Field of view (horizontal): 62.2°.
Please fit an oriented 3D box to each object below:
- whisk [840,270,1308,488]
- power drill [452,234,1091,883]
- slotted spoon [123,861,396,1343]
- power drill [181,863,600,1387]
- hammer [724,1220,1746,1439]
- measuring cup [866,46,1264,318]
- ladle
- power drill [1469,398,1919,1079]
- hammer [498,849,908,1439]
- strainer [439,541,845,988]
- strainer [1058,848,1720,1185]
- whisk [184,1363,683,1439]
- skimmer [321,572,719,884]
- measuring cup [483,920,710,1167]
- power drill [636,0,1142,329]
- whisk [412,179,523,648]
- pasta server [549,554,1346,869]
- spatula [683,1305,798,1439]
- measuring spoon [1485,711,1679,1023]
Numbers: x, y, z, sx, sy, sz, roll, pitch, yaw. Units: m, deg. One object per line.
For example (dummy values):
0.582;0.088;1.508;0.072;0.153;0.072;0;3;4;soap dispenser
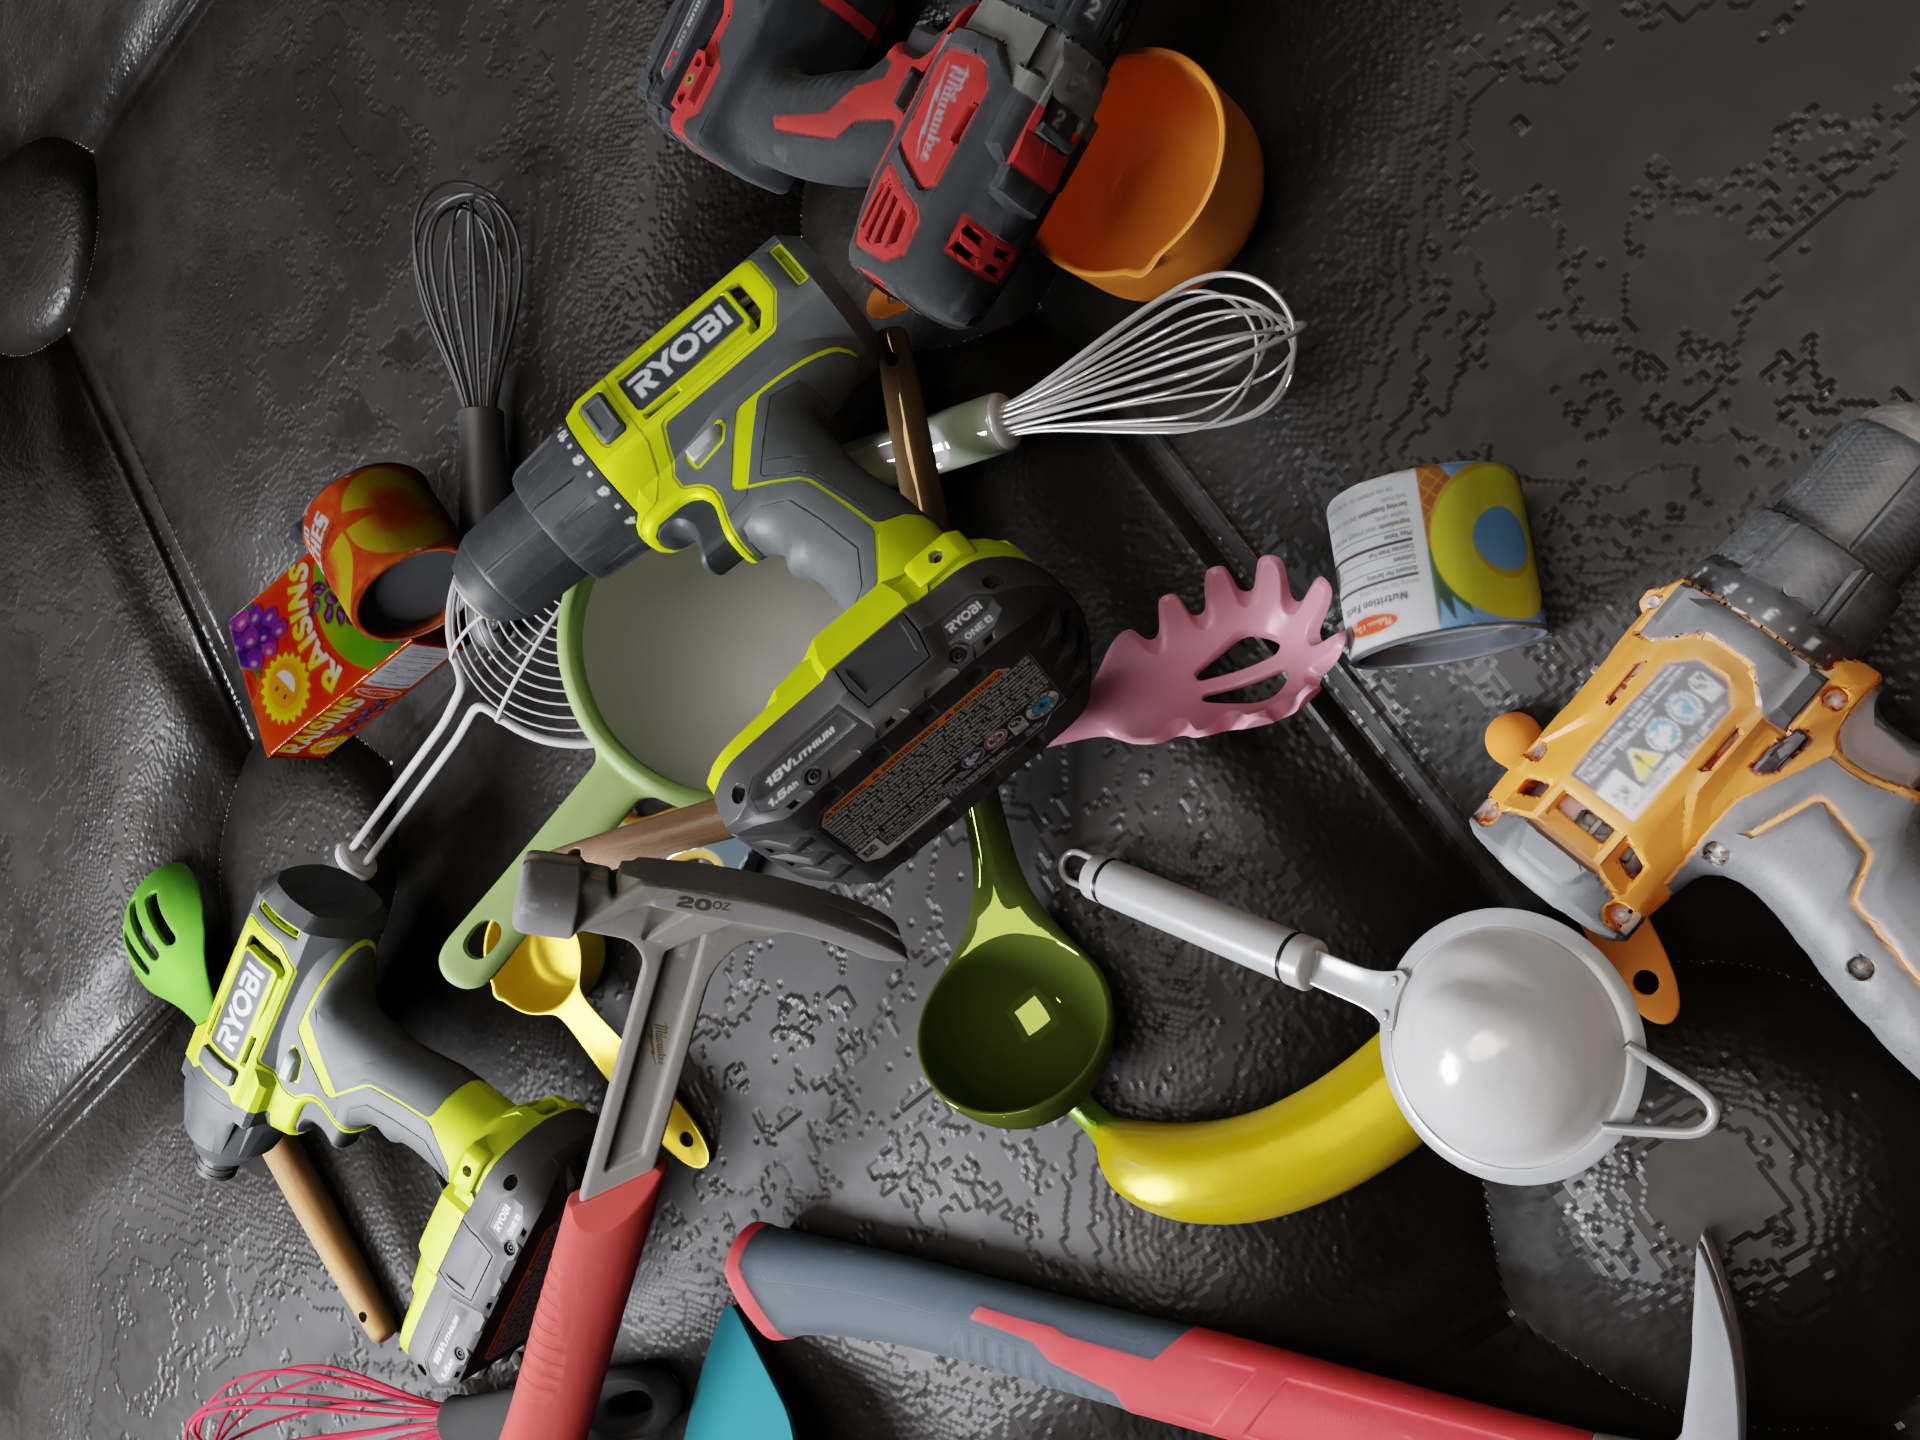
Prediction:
0.024;-0.123;0.647;0.246;0.059;0.057;-12;107;33;whisk
-0.078;-0.054;0.584;0.190;0.080;0.229;-40;59;2;power drill
-0.385;0.201;0.864;0.070;0.031;0.314;-48;67;17;slotted spoon
-0.274;0.197;0.753;0.223;0.080;0.171;33;106;21;power drill
0.076;0.225;0.590;0.386;0.038;0.143;4;86;30;hammer
0.041;-0.196;0.642;0.173;0.052;0.095;-20;74;35;measuring cup
-0.001;-0.002;0.623;0.078;0.062;0.320;-12;86;12;ladle
0.292;0.031;0.458;0.226;0.084;0.185;43;105;27;power drill
-0.141;0.222;0.658;0.037;0.149;0.359;-116;41;-65;hammer
-0.124;0.010;0.677;0.151;0.069;0.256;38;84;5;strainer
0.123;0.087;0.547;0.259;0.050;0.087;19;98;47;strainer
-0.259;0.339;0.765;0.296;0.073;0.073;-15;78;21;whisk
-0.255;0.028;0.802;0.127;0.090;0.363;51;121;8;skimmer
-0.163;0.145;0.748;0.156;0.029;0.062;47;109;12;measuring cup
-0.020;-0.275;0.633;0.227;0.080;0.188;41;106;42;power drill
-0.245;-0.155;0.804;0.055;0.055;0.239;-6;86;29;whisk
-0.014;0.012;0.591;0.316;0.040;0.060;-16;66;11;pasta server
0.009;0.342;0.629;0.318;0.044;0.082;19;95;25;spatula
0.212;0.049;0.542;0.021;0.011;0.117;-31;71;24;measuring spoon
